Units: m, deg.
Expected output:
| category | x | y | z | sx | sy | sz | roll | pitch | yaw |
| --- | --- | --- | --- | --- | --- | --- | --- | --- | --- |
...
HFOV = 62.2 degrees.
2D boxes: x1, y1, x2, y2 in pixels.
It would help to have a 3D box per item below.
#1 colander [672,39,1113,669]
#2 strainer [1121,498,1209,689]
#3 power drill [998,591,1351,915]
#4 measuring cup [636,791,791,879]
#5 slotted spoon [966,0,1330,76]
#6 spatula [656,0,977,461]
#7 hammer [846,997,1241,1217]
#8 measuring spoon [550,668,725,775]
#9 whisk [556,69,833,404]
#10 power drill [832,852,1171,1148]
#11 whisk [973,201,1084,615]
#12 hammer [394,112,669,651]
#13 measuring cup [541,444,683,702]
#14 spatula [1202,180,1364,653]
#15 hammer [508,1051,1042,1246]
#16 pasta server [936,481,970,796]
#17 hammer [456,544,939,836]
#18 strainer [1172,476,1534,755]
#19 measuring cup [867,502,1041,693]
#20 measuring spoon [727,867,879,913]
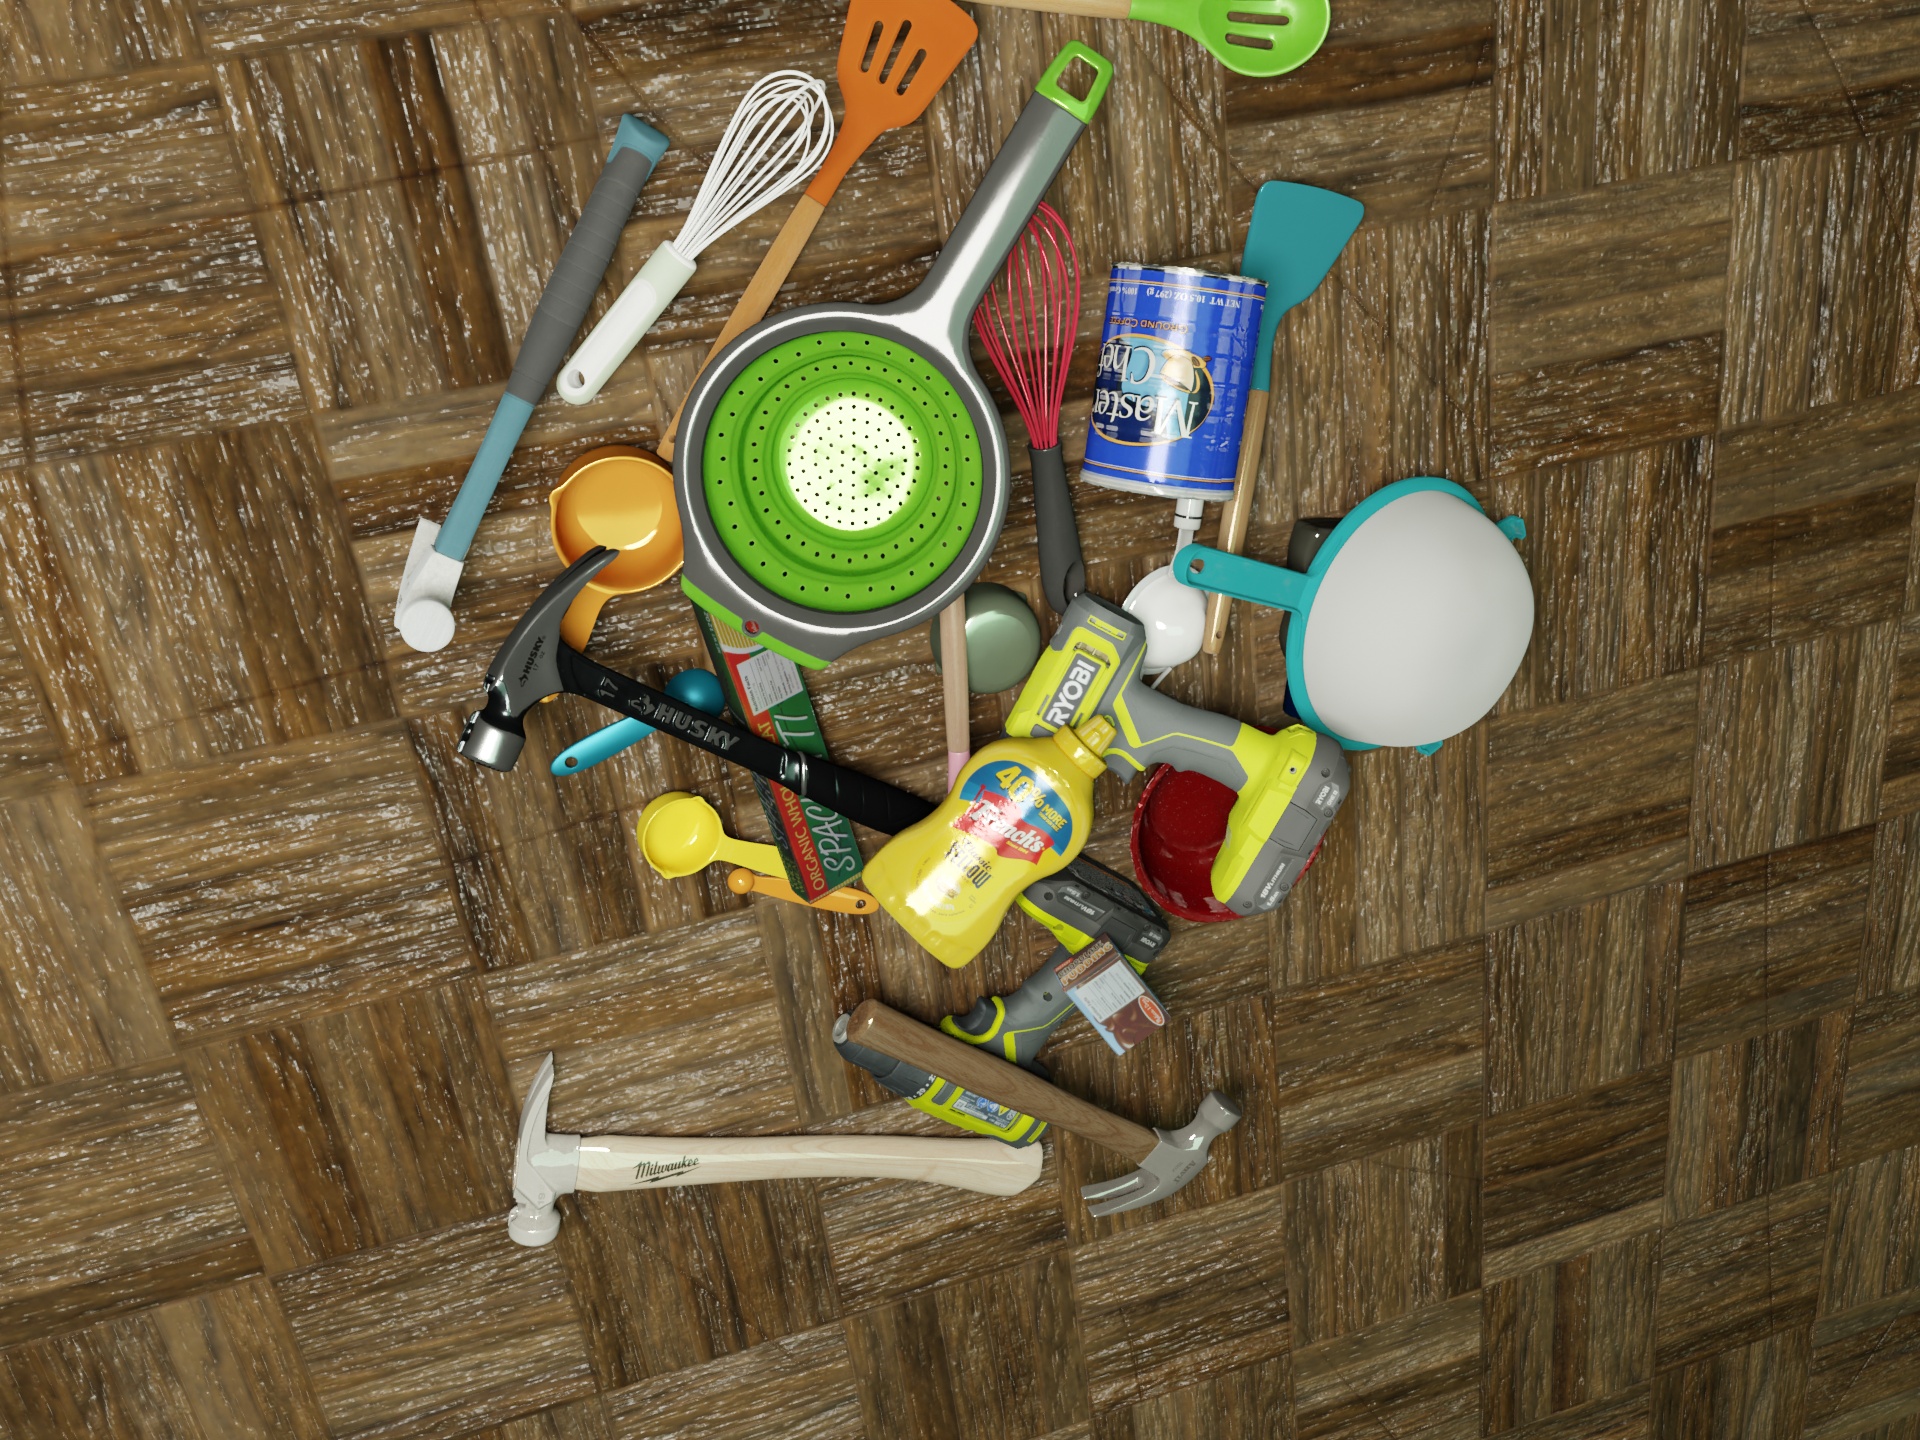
| category | x | y | z | sx | sy | sz | roll | pitch | yaw |
| --- | --- | --- | --- | --- | --- | --- | --- | --- | --- |
| colander | -0.028 | -0.225 | 0.977 | 0.204 | 0.094 | 0.397 | 31 | 104 | -7 |
| strainer | 0.159 | -0.132 | 1.123 | 0.086 | 0.050 | 0.258 | -5 | 110 | -32 |
| power drill | 0.140 | 0.035 | 1.110 | 0.223 | 0.080 | 0.171 | 28 | 103 | -1 |
| measuring cup | -0.158 | 0.089 | 1.127 | 0.156 | 0.029 | 0.062 | 19 | 97 | -35 |
| slotted spoon | 0.079 | -0.446 | 0.979 | 0.313 | 0.031 | 0.070 | 0 | 111 | -15 |
| spatula | -0.104 | -0.298 | 0.973 | 0.081 | 0.041 | 0.322 | 33 | 102 | -1 |
| hammer | 0.055 | 0.283 | 1.186 | 0.331 | 0.031 | 0.130 | 29 | 106 | -27 |
| measuring spoon | -0.217 | 0.008 | 1.072 | 0.128 | 0.021 | 0.042 | -28 | 116 | -6 |
| whisk | -0.162 | -0.283 | 0.946 | 0.058 | 0.059 | 0.246 | 43 | 106 | -2 |
| power drill | 0.031 | 0.204 | 1.199 | 0.190 | 0.080 | 0.228 | 30 | 103 | -26 |
| whisk | 0.053 | -0.201 | 1.054 | 0.073 | 0.073 | 0.295 | -17 | 121 | -10 |
| hammer | -0.253 | -0.202 | 0.936 | 0.033 | 0.128 | 0.331 | 25 | 93 | -25 |
| measuring cup | -0.233 | -0.094 | 1.012 | 0.095 | 0.052 | 0.173 | 22 | 108 | -23 |
| spatula | 0.204 | -0.200 | 1.091 | 0.082 | 0.044 | 0.317 | 5 | 100 | -23 |
| hammer | -0.129 | 0.328 | 1.222 | 0.410 | 0.038 | 0.146 | 5 | 108 | -19 |
| pasta server | -0.002 | -0.003 | 1.083 | 0.060 | 0.040 | 0.316 | -3 | 108 | -2 |
| hammer | -0.120 | 0.023 | 1.055 | 0.408 | 0.036 | 0.149 | 26 | 86 | -38 |
| strainer | 0.293 | -0.070 | 1.107 | 0.340 | 0.095 | 0.211 | 9 | 105 | -38 |
| measuring cup | -0.007 | -0.084 | 1.090 | 0.083 | 0.038 | 0.167 | -41 | 119 | 2 |
| measuring spoon | -0.113 | 0.127 | 1.158 | 0.116 | 0.011 | 0.021 | 13 | 107 | -21 |
